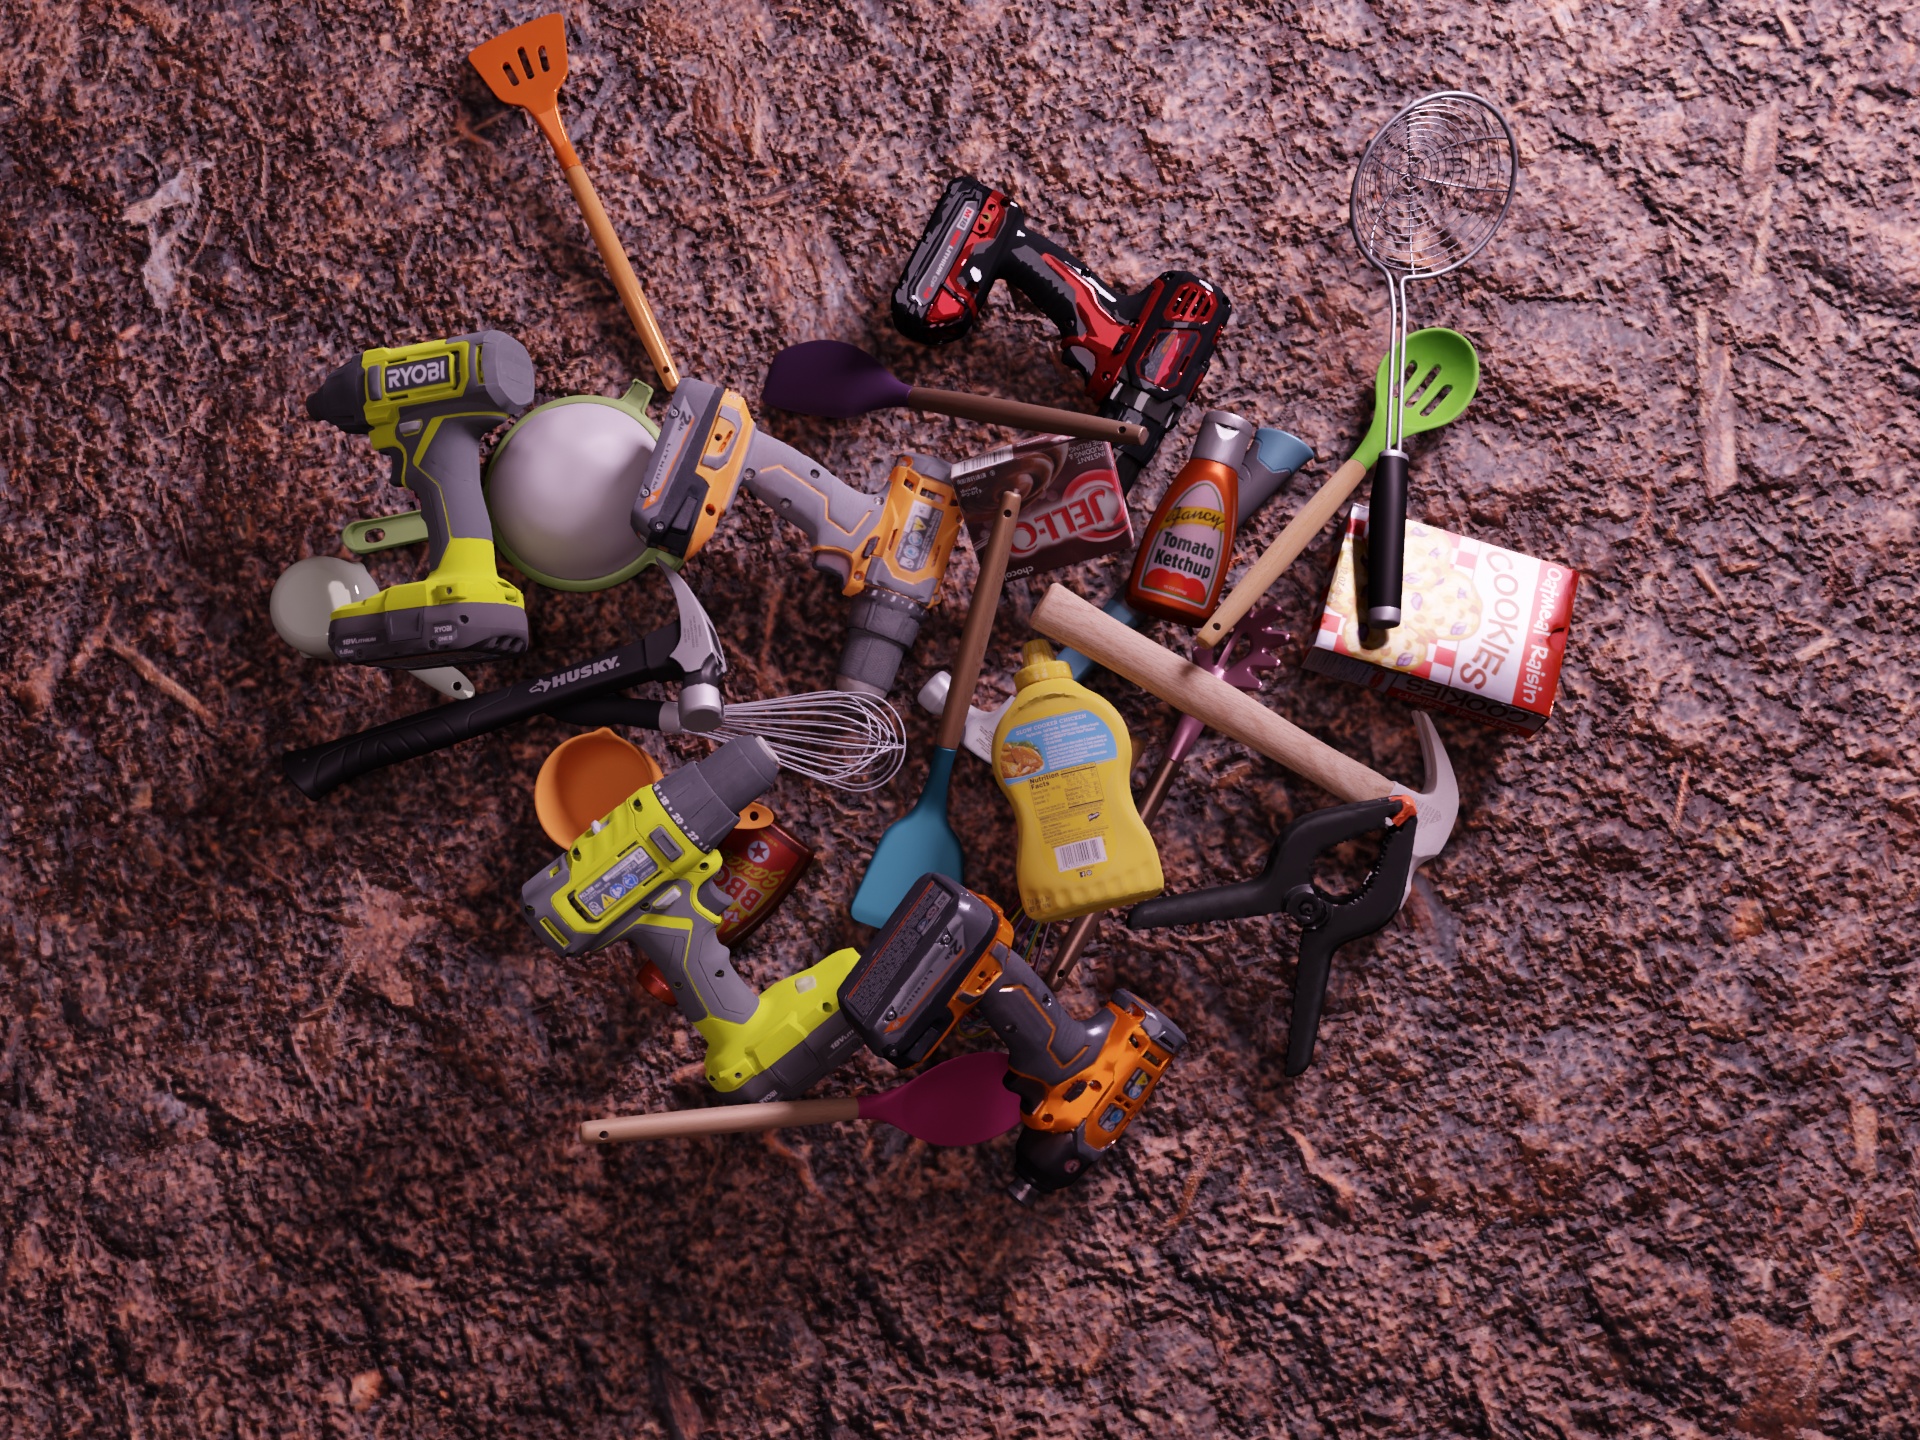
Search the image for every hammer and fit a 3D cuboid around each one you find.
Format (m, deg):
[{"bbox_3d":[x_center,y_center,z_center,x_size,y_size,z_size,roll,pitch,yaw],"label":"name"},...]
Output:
[{"bbox_3d":[0.200,-0.002,1.111,0.331,0.031,0.130,30,91,-5],"label":"hammer"},{"bbox_3d":[0.128,-0.090,1.155,0.128,0.033,0.331,44,87,7],"label":"hammer"},{"bbox_3d":[-0.331,-0.013,1.143,0.335,0.035,0.146,-17,54,6],"label":"hammer"}]

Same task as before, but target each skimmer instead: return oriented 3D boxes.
[{"bbox_3d":[0.318,-0.246,1.092,0.127,0.090,0.363,11,78,-22],"label":"skimmer"}]

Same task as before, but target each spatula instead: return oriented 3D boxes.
[{"bbox_3d":[-0.283,-0.396,1.216,0.081,0.041,0.322,-25,87,0],"label":"spatula"},{"bbox_3d":[-0.011,-0.227,1.127,0.316,0.018,0.060,16,85,29],"label":"spatula"},{"bbox_3d":[-0.002,-0.004,1.112,0.082,0.044,0.317,14,101,-2],"label":"spatula"}]

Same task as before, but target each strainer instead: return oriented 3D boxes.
[{"bbox_3d":[-0.337,-0.163,1.167,0.256,0.069,0.151,-11,83,0],"label":"strainer"}]

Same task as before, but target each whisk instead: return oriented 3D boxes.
[{"bbox_3d":[-0.175,0.003,1.139,0.284,0.070,0.070,7,84,14],"label":"whisk"},{"bbox_3d":[0.064,0.117,1.130,0.047,0.051,0.245,32,87,-17],"label":"whisk"}]

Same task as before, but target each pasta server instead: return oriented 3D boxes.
[{"bbox_3d":[0.140,0.053,1.137,0.060,0.040,0.316,29,87,-5],"label":"pasta server"}]

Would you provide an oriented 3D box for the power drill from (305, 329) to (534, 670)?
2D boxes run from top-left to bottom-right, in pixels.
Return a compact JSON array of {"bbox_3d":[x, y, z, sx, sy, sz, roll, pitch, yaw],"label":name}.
[{"bbox_3d":[-0.383,-0.152,1.121,0.171,0.080,0.223,-5,85,18],"label":"power drill"}]

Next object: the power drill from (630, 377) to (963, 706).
[{"bbox_3d":[-0.119,-0.126,1.135,0.226,0.084,0.185,20,86,-11],"label":"power drill"}]

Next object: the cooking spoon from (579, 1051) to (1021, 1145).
[{"bbox_3d":[-0.095,0.263,1.072,0.318,0.017,0.068,0,101,-23],"label":"cooking spoon"}]

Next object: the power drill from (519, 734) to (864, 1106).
[{"bbox_3d":[-0.155,0.138,1.079,0.190,0.080,0.228,-38,107,-2],"label":"power drill"}]

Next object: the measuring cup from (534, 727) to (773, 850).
[{"bbox_3d":[-0.214,0.060,1.142,0.173,0.052,0.095,7,83,6],"label":"measuring cup"}]

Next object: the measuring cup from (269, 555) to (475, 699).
[{"bbox_3d":[-0.435,-0.062,1.177,0.167,0.038,0.083,30,86,5],"label":"measuring cup"}]

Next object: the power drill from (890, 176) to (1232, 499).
[{"bbox_3d":[0.062,-0.270,1.158,0.226,0.080,0.188,27,92,1],"label":"power drill"}]

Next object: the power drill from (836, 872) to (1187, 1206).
[{"bbox_3d":[0.030,0.221,1.065,0.226,0.084,0.164,38,86,-26],"label":"power drill"}]

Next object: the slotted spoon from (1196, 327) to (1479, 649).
[{"bbox_3d":[0.264,-0.164,1.127,0.070,0.031,0.314,39,73,10],"label":"slotted spoon"}]
